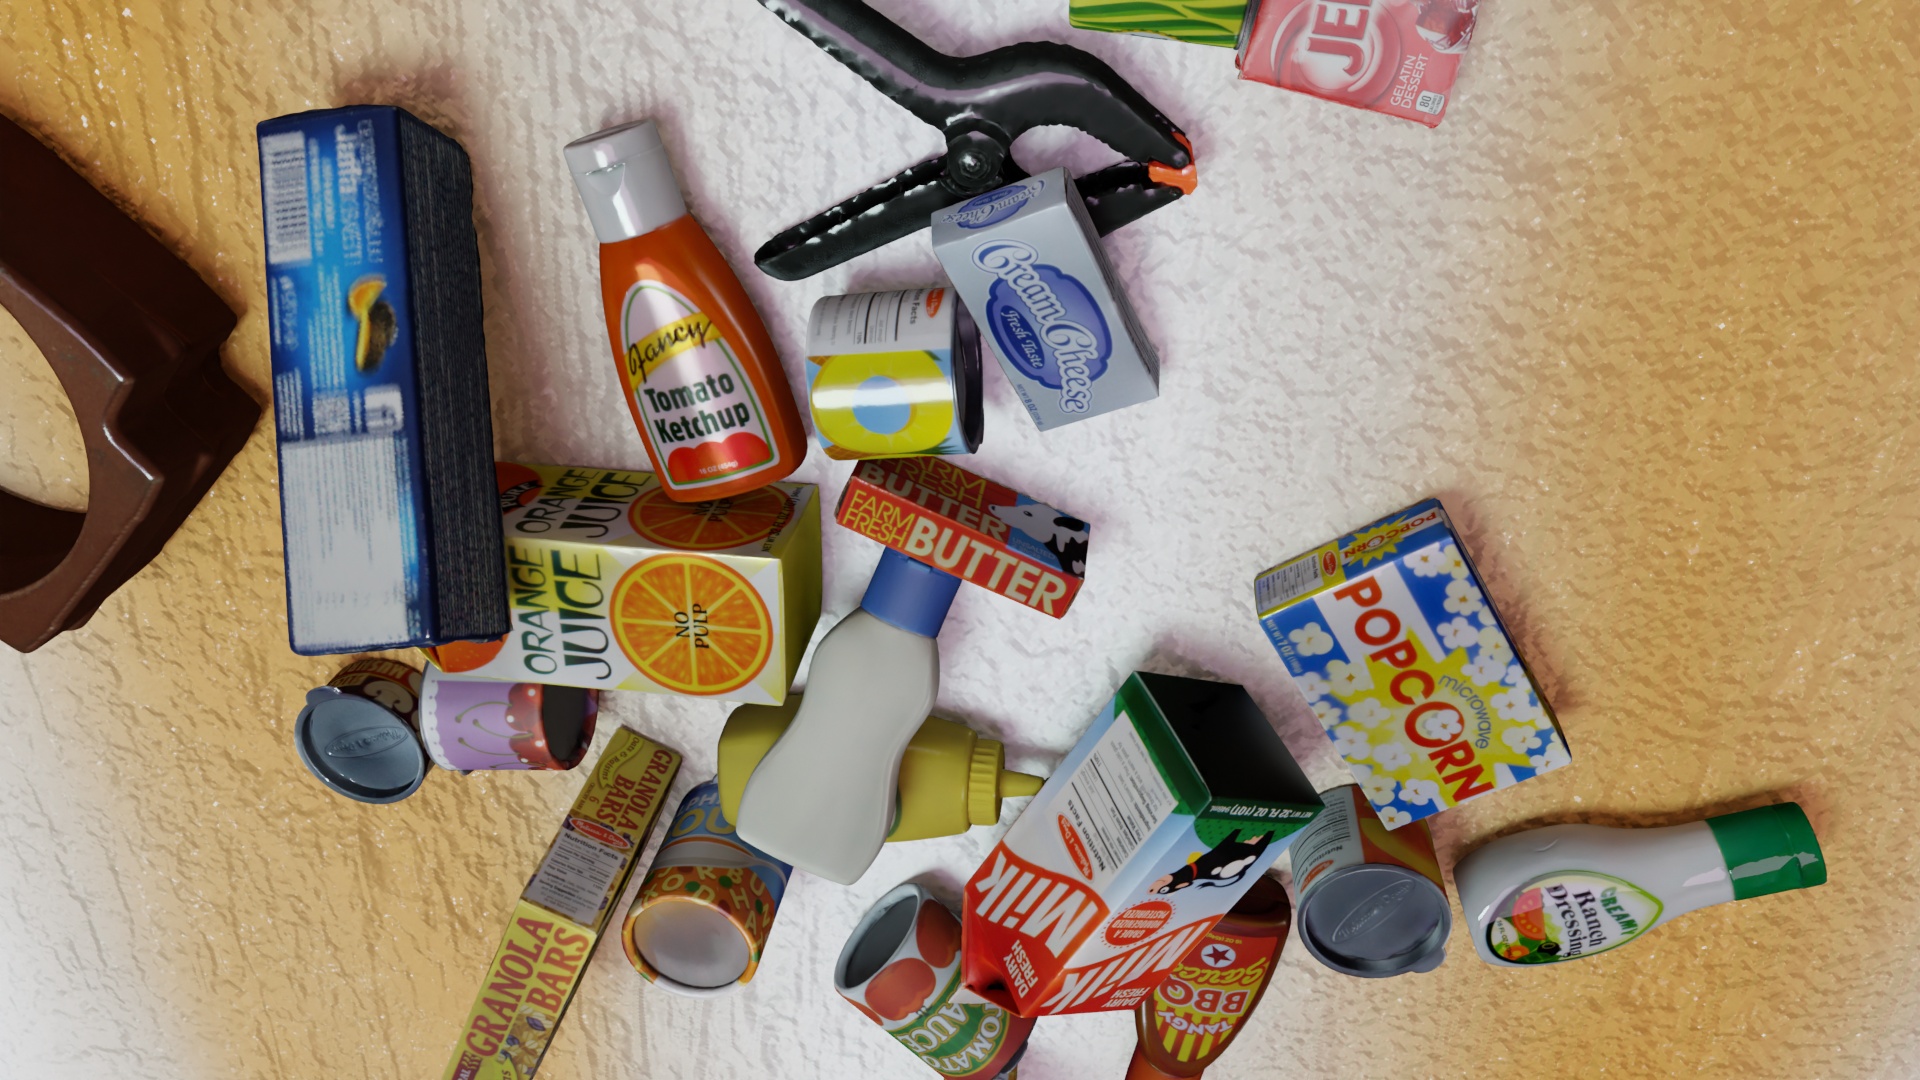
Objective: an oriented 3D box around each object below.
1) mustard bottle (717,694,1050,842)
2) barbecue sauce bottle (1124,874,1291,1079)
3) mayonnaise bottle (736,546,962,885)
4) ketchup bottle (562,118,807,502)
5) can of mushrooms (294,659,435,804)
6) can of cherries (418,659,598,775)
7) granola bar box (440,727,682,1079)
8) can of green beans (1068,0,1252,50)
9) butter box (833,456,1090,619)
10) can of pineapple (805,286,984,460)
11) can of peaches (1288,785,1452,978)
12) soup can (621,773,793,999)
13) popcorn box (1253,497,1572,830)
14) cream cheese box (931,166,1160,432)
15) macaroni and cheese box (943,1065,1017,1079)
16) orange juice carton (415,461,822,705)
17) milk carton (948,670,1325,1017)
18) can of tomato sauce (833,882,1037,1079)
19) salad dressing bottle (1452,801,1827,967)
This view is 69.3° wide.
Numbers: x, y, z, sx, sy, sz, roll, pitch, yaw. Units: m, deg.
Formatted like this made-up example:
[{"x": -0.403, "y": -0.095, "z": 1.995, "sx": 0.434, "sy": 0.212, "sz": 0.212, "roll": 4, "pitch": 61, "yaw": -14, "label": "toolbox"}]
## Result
[{"x": -0.031, "y": 0.109, "z": 0.645, "sx": 0.160, "sy": 0.049, "sz": 0.065, "roll": 2, "pitch": 115, "yaw": 8, "label": "mustard bottle"}, {"x": 0.115, "y": 0.227, "z": 0.690, "sx": 0.065, "sy": 0.044, "sz": 0.147, "roll": 12, "pitch": 119, "yaw": 1, "label": "barbecue sauce bottle"}, {"x": -0.041, "y": 0.069, "z": 0.598, "sx": 0.065, "sy": 0.041, "sz": 0.148, "roll": 24, "pitch": 91, "yaw": 3, "label": "mayonnaise bottle"}, {"x": -0.113, "y": -0.090, "z": 0.555, "sx": 0.065, "sy": 0.044, "sz": 0.148, "roll": -12, "pitch": 115, "yaw": 12, "label": "ketchup bottle"}, {"x": -0.289, "y": 0.092, "z": 0.684, "sx": 0.071, "sy": 0.033, "sz": 0.070, "roll": 4, "pitch": 119, "yaw": 7, "label": "can of mushrooms"}, {"x": -0.207, "y": 0.076, "z": 0.644, "sx": 0.058, "sy": 0.072, "sz": 0.071, "roll": -1, "pitch": 118, "yaw": 8, "label": "can of cherries"}, {"x": -0.194, "y": 0.191, "z": 0.670, "sx": 0.039, "sy": 0.125, "sz": 0.164, "roll": 26, "pitch": 119, "yaw": -6, "label": "granola bar box"}, {"x": 0.069, "y": -0.199, "z": 0.458, "sx": 0.058, "sy": 0.071, "sz": 0.071, "roll": 9, "pitch": 119, "yaw": 4, "label": "can of green beans"}, {"x": 0.002, "y": -0.007, "z": 0.577, "sx": 0.103, "sy": 0.053, "sz": 0.024, "roll": 23, "pitch": 117, "yaw": -4, "label": "butter box"}, {"x": -0.024, "y": -0.063, "z": 0.544, "sx": 0.058, "sy": 0.071, "sz": 0.070, "roll": -2, "pitch": 117, "yaw": 10, "label": "can of pineapple"}, {"x": 0.186, "y": 0.156, "z": 0.633, "sx": 0.071, "sy": 0.058, "sz": 0.071, "roll": 3, "pitch": 118, "yaw": 6, "label": "can of peaches"}, {"x": -0.119, "y": 0.165, "z": 0.668, "sx": 0.071, "sy": 0.084, "sz": 0.071, "roll": 4, "pitch": 118, "yaw": 7, "label": "soup can"}, {"x": 0.191, "y": 0.054, "z": 0.589, "sx": 0.085, "sy": 0.038, "sz": 0.126, "roll": -27, "pitch": 111, "yaw": 20, "label": "popcorn box"}, {"x": 0.034, "y": -0.088, "z": 0.524, "sx": 0.053, "sy": 0.024, "sz": 0.103, "roll": -16, "pitch": 137, "yaw": 20, "label": "cream cheese box"}, {"x": 0.003, "y": 0.357, "z": 0.705, "sx": 0.040, "sy": 0.167, "sz": 0.123, "roll": 4, "pitch": 119, "yaw": 6, "label": "macaroni and cheese box"}, {"x": -0.162, "y": 0.015, "z": 0.602, "sx": 0.193, "sy": 0.072, "sz": 0.072, "roll": 5, "pitch": 118, "yaw": 6, "label": "orange juice carton"}, {"x": 0.067, "y": 0.152, "z": 0.626, "sx": 0.072, "sy": 0.074, "sz": 0.189, "roll": 12, "pitch": 124, "yaw": -36, "label": "milk carton"}, {"x": -0.012, "y": 0.222, "z": 0.691, "sx": 0.083, "sy": 0.071, "sz": 0.071, "roll": 43, "pitch": 116, "yaw": -14, "label": "can of tomato sauce"}, {"x": 0.301, "y": 0.151, "z": 0.622, "sx": 0.147, "sy": 0.044, "sz": 0.064, "roll": -18, "pitch": 113, "yaw": 17, "label": "salad dressing bottle"}]
